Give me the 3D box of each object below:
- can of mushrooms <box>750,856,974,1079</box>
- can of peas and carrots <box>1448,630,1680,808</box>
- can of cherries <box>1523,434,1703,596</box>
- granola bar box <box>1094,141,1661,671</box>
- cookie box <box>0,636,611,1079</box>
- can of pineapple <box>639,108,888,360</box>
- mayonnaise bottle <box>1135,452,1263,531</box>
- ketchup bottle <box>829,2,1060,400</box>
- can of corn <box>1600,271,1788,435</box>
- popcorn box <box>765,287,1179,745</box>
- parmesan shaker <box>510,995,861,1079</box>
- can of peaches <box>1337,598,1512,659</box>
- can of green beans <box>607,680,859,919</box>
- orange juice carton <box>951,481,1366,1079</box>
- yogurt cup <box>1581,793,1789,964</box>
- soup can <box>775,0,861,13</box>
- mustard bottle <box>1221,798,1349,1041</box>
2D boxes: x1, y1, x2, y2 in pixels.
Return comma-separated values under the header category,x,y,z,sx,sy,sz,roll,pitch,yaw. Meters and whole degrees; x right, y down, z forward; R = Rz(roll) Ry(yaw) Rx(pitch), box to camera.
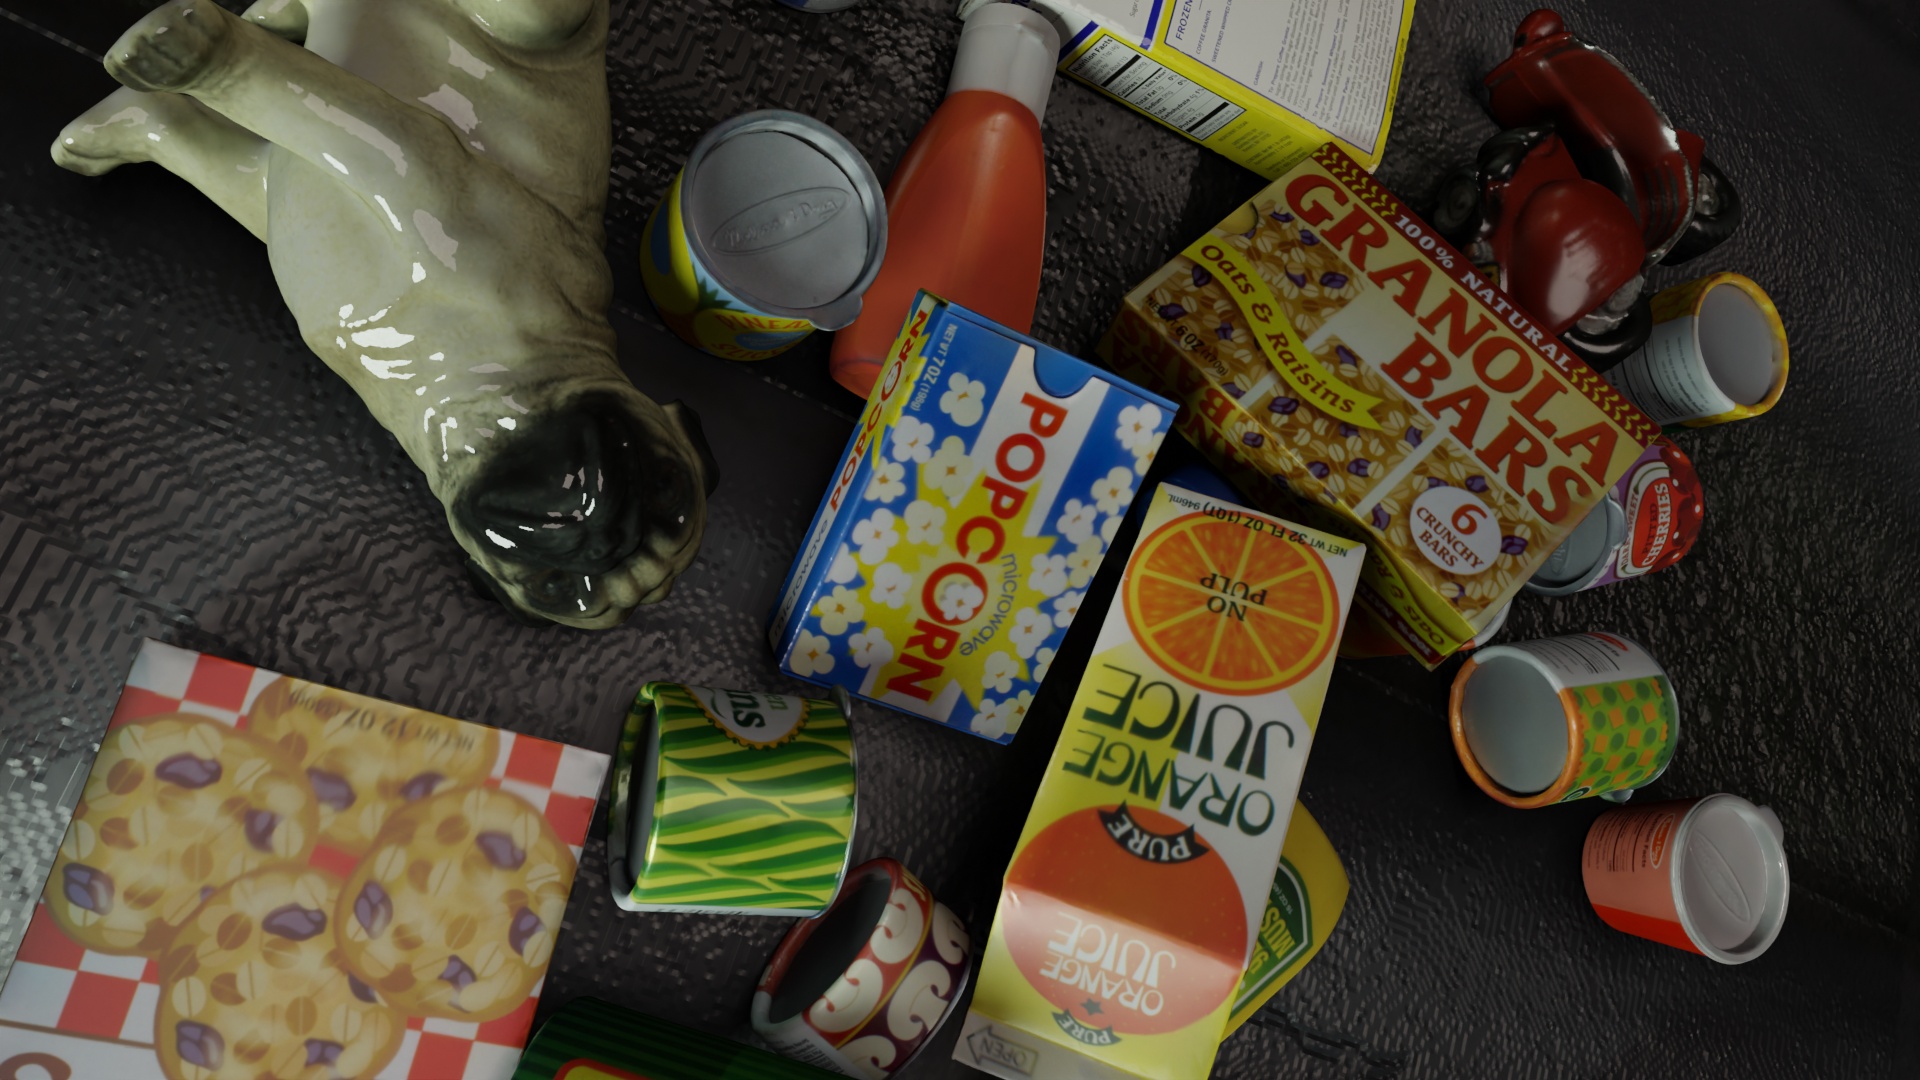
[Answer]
category,x,y,z,sx,sy,sz,roll,pitch,yaw
can of mushrooms,-0.029,0.130,0.422,0.033,0.071,0.071,44,67,-12
can of peas and carrots,0.242,0.074,0.562,0.059,0.071,0.071,-4,84,-25
can of cherries,0.267,-0.013,0.584,0.058,0.071,0.071,-9,86,-27
granola bar box,0.151,-0.055,0.503,0.125,0.039,0.166,-39,78,-25
cookie box,-0.178,0.124,0.365,0.123,0.040,0.168,20,73,-22
can of pineapple,-0.064,-0.094,0.444,0.071,0.057,0.071,4,81,-25
mayonnaise bottle,0.131,-0.040,0.540,0.149,0.041,0.065,-35,89,-25
ketchup bottle,0.002,-0.116,0.487,0.065,0.043,0.149,21,73,-22
can of corn,0.331,-0.084,0.633,0.071,0.058,0.071,4,81,-25
popcorn box,0.002,-0.006,0.445,0.085,0.038,0.126,21,101,-21
parmesan shaker,-0.068,0.172,0.373,0.103,0.071,0.071,12,74,10
can of peaches,0.169,0.011,0.540,0.071,0.058,0.071,4,81,-26
can of green beans,-0.068,0.077,0.411,0.058,0.071,0.071,10,78,-24
orange juice carton,0.065,0.083,0.438,0.072,0.072,0.193,18,59,12
yogurt cup,0.303,0.141,0.587,0.072,0.054,0.072,4,80,-25
soup can,-0.041,-0.228,0.462,0.071,0.083,0.071,4,80,-25
mustard bottle,0.064,0.150,0.473,0.161,0.048,0.065,-37,96,-26
